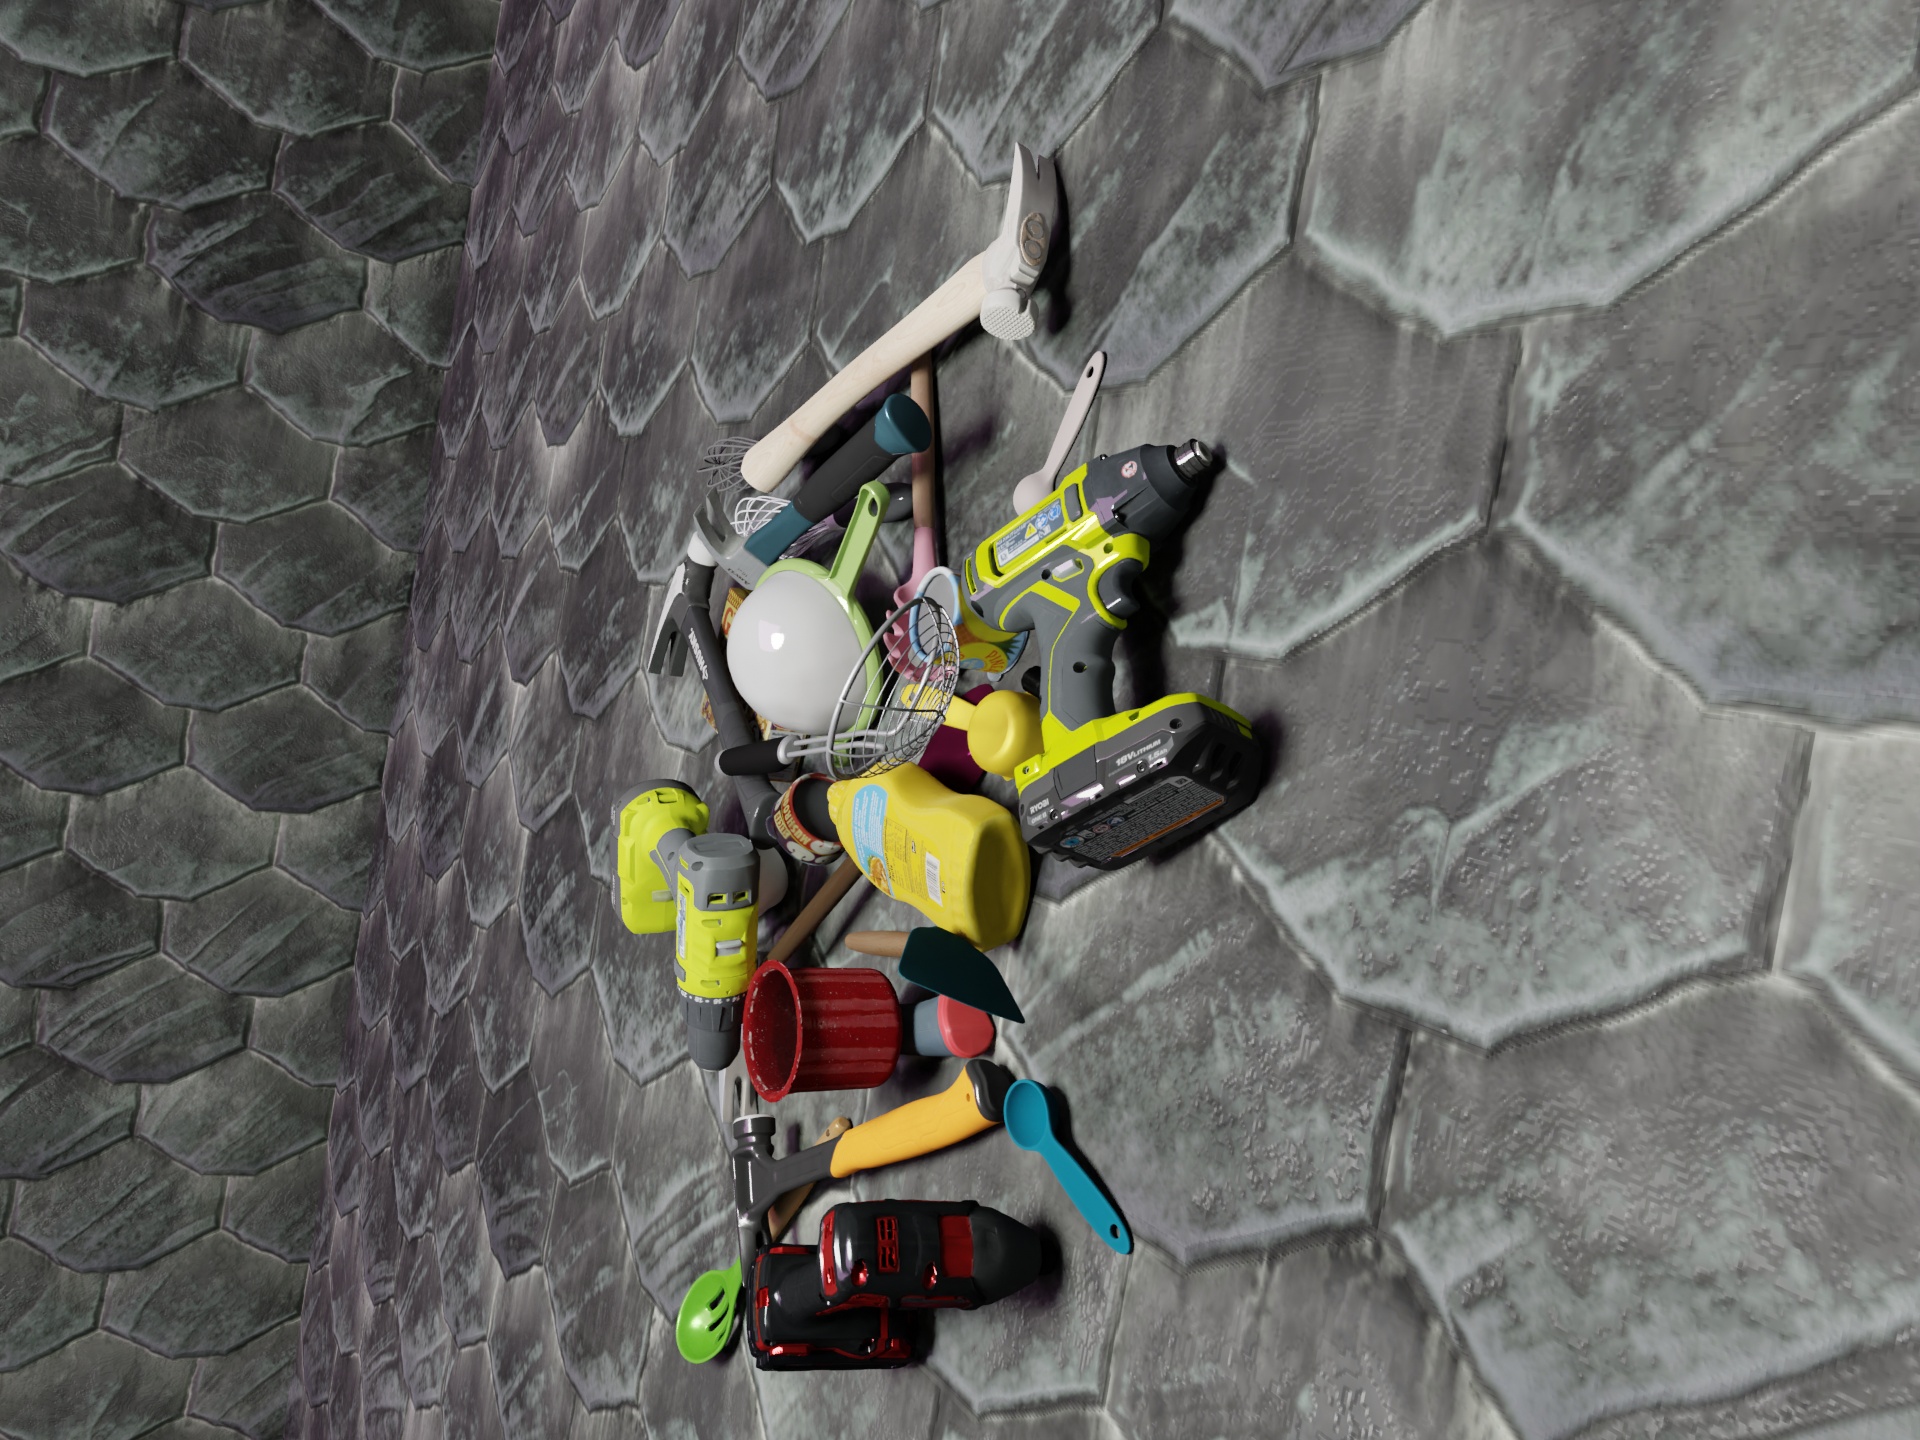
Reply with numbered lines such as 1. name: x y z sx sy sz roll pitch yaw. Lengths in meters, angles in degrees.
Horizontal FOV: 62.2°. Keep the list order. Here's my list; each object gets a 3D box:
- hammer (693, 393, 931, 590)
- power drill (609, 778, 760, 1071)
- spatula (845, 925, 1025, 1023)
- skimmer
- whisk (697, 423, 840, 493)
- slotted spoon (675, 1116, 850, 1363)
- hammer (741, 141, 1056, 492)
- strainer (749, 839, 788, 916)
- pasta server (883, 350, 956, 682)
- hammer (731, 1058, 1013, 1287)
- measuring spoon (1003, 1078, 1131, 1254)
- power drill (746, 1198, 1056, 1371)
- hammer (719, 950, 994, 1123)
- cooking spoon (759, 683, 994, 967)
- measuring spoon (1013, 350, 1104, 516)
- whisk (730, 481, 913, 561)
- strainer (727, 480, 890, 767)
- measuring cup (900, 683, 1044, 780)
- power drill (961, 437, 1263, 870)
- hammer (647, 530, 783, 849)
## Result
1. hammer: -0.109 -0.166 1.216 0.331 0.128 0.033 -26 30 58
2. power drill: -0.225 0.160 1.311 0.229 0.080 0.190 -144 54 -58
3. spatula: -0.038 0.159 1.061 0.044 0.082 0.317 -70 14 -12
4. skimmer: -0.112 -0.005 1.105 0.127 0.090 0.363 -55 22 -24
5. whisk: -0.174 -0.243 1.440 0.239 0.055 0.055 -1 82 56
6. slotted spoon: -0.157 0.413 1.268 0.313 0.031 0.070 -58 38 32
7. hammer: -0.062 -0.281 1.224 0.410 0.038 0.146 -24 51 53
8. strainer: -0.195 0.172 1.380 0.258 0.050 0.087 124 155 -46
9. pasta server: -0.027 -0.168 1.177 0.040 0.060 0.316 92 177 -68
10. hammer: -0.069 0.307 1.112 0.337 0.034 0.127 -36 54 46
11. measuring spoon: 0.068 0.262 0.935 0.129 0.021 0.042 48 123 42
12. power drill: -0.043 0.347 0.987 0.219 0.143 0.079 131 142 -52
13. hammer: -0.092 0.243 1.186 0.386 0.038 0.143 -14 72 58
14. cooking spoon: -0.064 0.091 1.163 0.318 0.017 0.069 -50 42 30
15. measuring spoon: 0.063 -0.187 1.046 0.124 0.018 0.034 -65 34 25
16. whisk: -0.116 -0.164 1.317 0.285 0.070 0.070 -2 81 55
17. strainer: -0.116 -0.077 1.192 0.152 0.069 0.256 49 139 18
18. measuring cup: -0.002 -0.003 1.075 0.157 0.029 0.062 20 96 49
19. power drill: 0.087 -0.044 0.900 0.171 0.080 0.223 -32 52 33
20. hammer: -0.206 -0.013 1.368 0.146 0.035 0.335 -62 36 30
